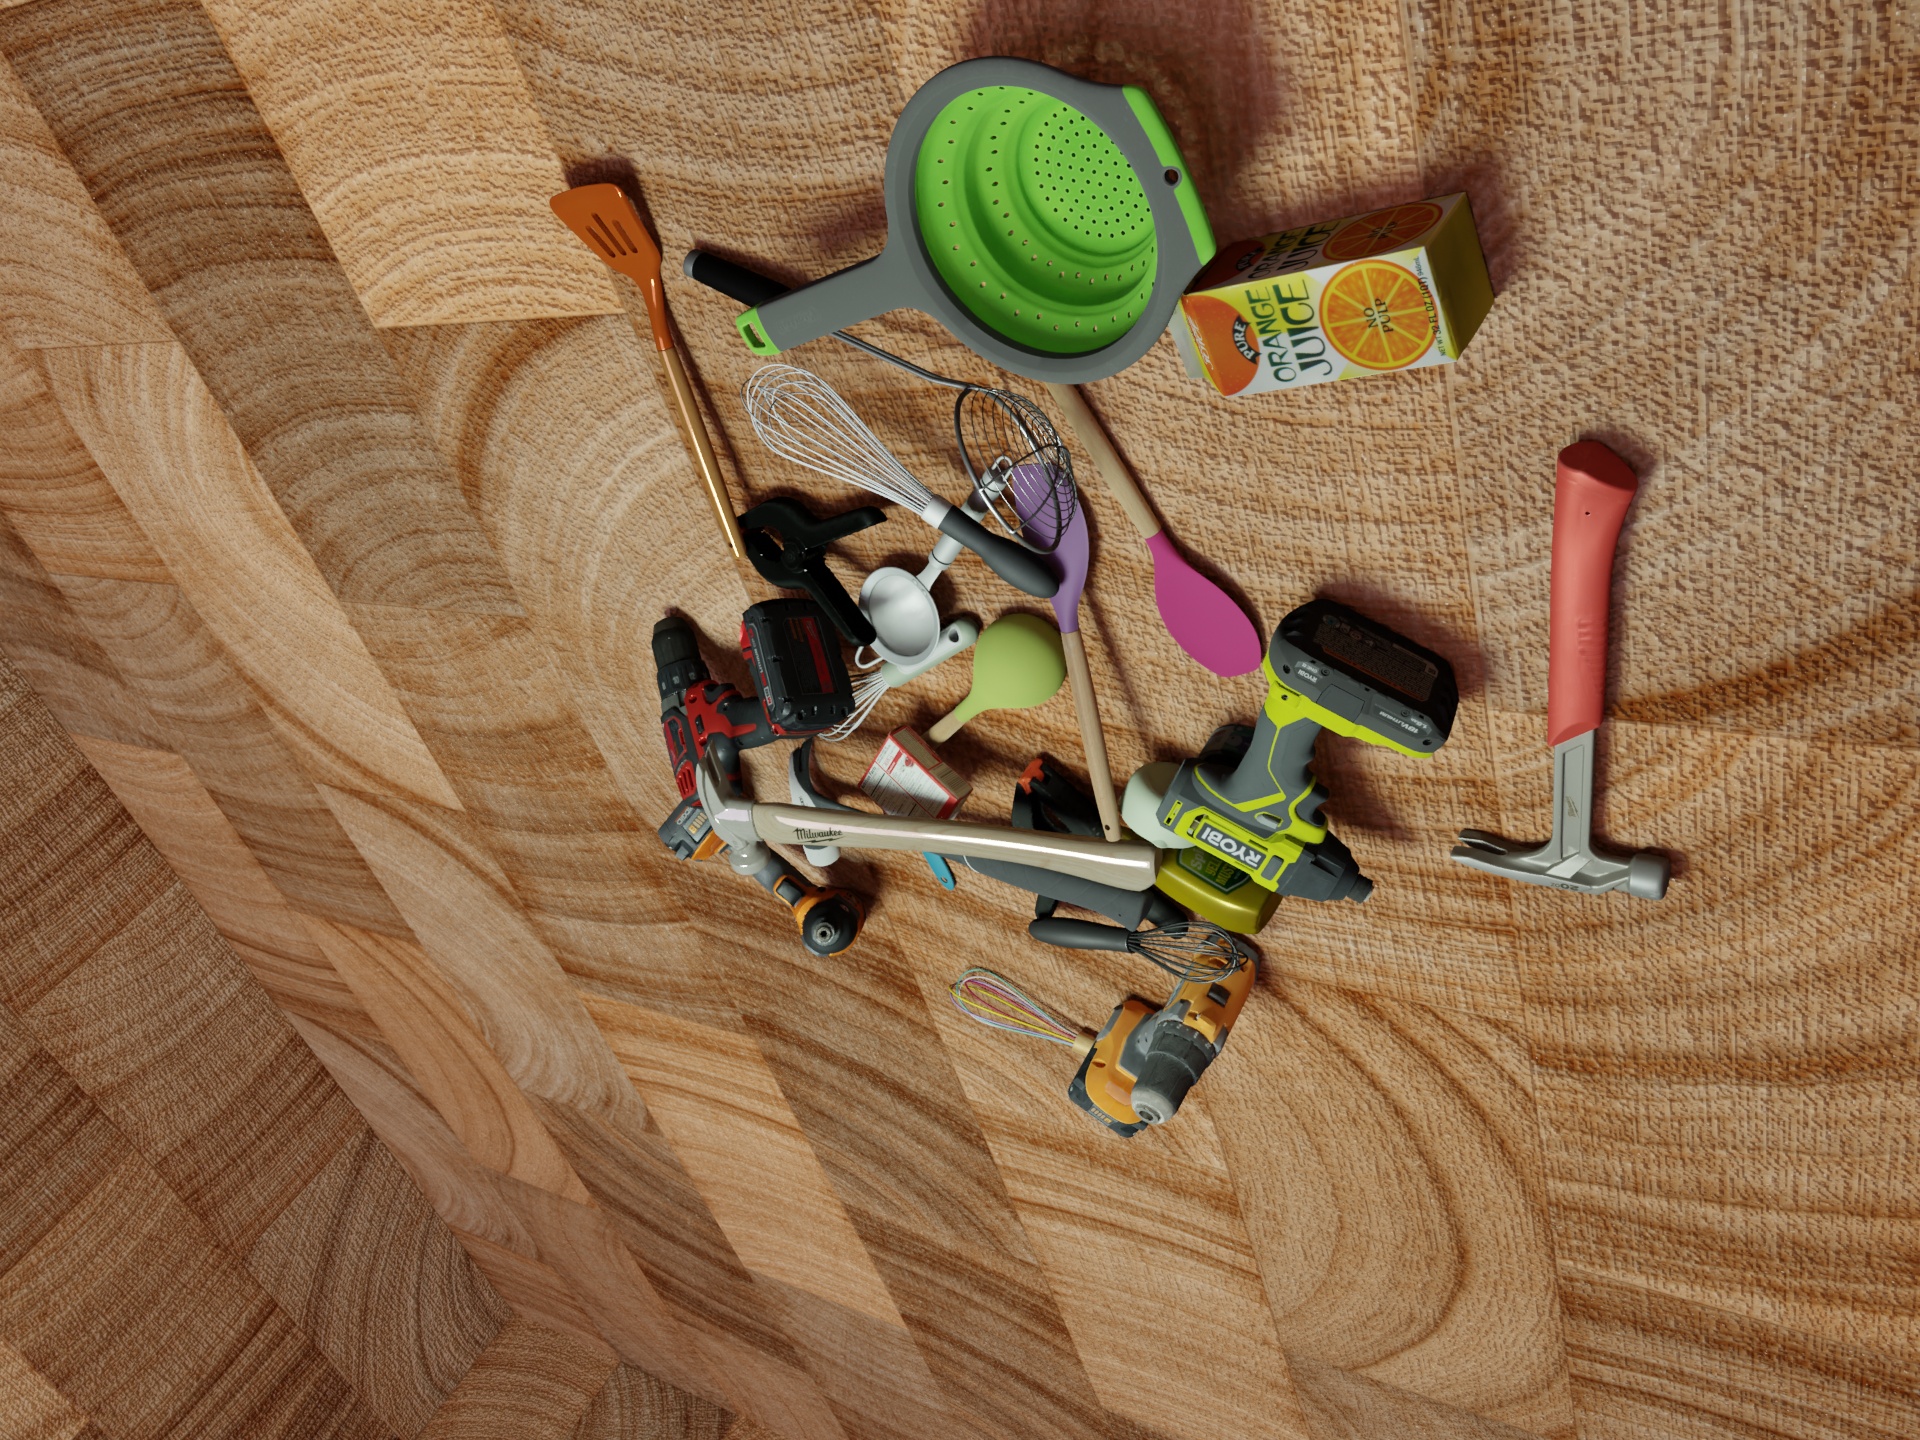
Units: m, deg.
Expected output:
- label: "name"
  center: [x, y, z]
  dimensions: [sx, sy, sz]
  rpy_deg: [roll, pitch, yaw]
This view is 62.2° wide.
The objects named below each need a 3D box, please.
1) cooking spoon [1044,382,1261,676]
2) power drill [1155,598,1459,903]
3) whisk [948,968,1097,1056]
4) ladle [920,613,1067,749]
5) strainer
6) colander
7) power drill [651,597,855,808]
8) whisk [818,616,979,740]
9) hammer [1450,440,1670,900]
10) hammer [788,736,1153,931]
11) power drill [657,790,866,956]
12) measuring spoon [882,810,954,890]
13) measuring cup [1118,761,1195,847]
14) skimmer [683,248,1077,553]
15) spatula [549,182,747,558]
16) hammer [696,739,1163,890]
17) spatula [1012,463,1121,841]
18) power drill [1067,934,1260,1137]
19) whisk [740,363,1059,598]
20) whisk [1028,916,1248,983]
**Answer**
- label: "cooking spoon"
  center: [0.127, -0.157, 1.152]
  dimensions: [0.069, 0.017, 0.318]
  rpy_deg: [-15, 119, 45]
- label: "power drill"
  center: [0.261, 0.035, 1.164]
  dimensions: [0.171, 0.080, 0.223]
  rpy_deg: [28, 133, 6]
- label: "whisk"
  center: [0.100, 0.319, 1.641]
  dimensions: [0.245, 0.051, 0.047]
  rpy_deg: [22, 160, 14]
- label: "ladle"
  center: [-0.002, -0.004, 1.399]
  dimensions: [0.078, 0.062, 0.320]
  rpy_deg: [44, 149, -4]
- label: "strainer"
  center: [-0.017, -0.125, 1.281]
  dimensions: [0.087, 0.050, 0.258]
  rpy_deg: [50, 137, 11]
- label: "colander"
  center: [0.003, -0.313, 1.033]
  dimensions: [0.397, 0.094, 0.204]
  rpy_deg: [-6, 124, 44]
- label: "power drill"
  center: [-0.206, -0.037, 1.457]
  dimensions: [0.226, 0.080, 0.188]
  rpy_deg: [-30, 72, 45]
- label: "whisk"
  center: [-0.066, -0.038, 1.405]
  dimensions: [0.246, 0.059, 0.058]
  rpy_deg: [-28, 81, 45]
- label: "hammer"
  center: [0.400, -0.023, 1.057]
  dimensions: [0.149, 0.037, 0.358]
  rpy_deg: [11, 135, 30]
- label: "hammer"
  center: [-0.002, 0.117, 1.467]
  dimensions: [0.409, 0.036, 0.149]
  rpy_deg: [14, 132, 35]
- label: "power drill"
  center: [-0.195, 0.156, 1.622]
  dimensions: [0.226, 0.084, 0.164]
  rpy_deg: [39, 180, 0]
- label: "measuring spoon"
  center: [-0.041, 0.123, 1.562]
  dimensions: [0.042, 0.021, 0.128]
  rpy_deg: [-7, 122, 42]
- label: "measuring cup"
  center: [0.213, 0.078, 1.293]
  dimensions: [0.167, 0.083, 0.038]
  rpy_deg: [16, 124, 1]
- label: "skimmer"
  center: [-0.069, -0.240, 1.164]
  dimensions: [0.363, 0.127, 0.090]
  rpy_deg: [30, 111, 20]
- label: "spatula"
  center: [-0.236, -0.275, 1.286]
  dimensions: [0.081, 0.041, 0.322]
  rpy_deg: [3, 122, 36]
- label: "hammer"
  center: [-0.032, 0.093, 1.367]
  dimensions: [0.411, 0.038, 0.146]
  rpy_deg: [4, 135, 20]
- label: "spatula"
  center: [0.093, -0.047, 1.239]
  dimensions: [0.060, 0.018, 0.315]
  rpy_deg: [4, 116, 37]
- label: "power drill"
  center: [0.177, 0.309, 1.450]
  dimensions: [0.084, 0.185, 0.226]
  rpy_deg: [35, 145, 1]
- label: "whisk"
  center: [-0.045, -0.176, 1.200]
  dimensions: [0.284, 0.070, 0.070]
  rpy_deg: [35, 142, 0]
- label: "whisk"
  center: [0.151, 0.199, 1.420]
  dimensions: [0.239, 0.055, 0.055]
  rpy_deg: [1, 129, 44]
